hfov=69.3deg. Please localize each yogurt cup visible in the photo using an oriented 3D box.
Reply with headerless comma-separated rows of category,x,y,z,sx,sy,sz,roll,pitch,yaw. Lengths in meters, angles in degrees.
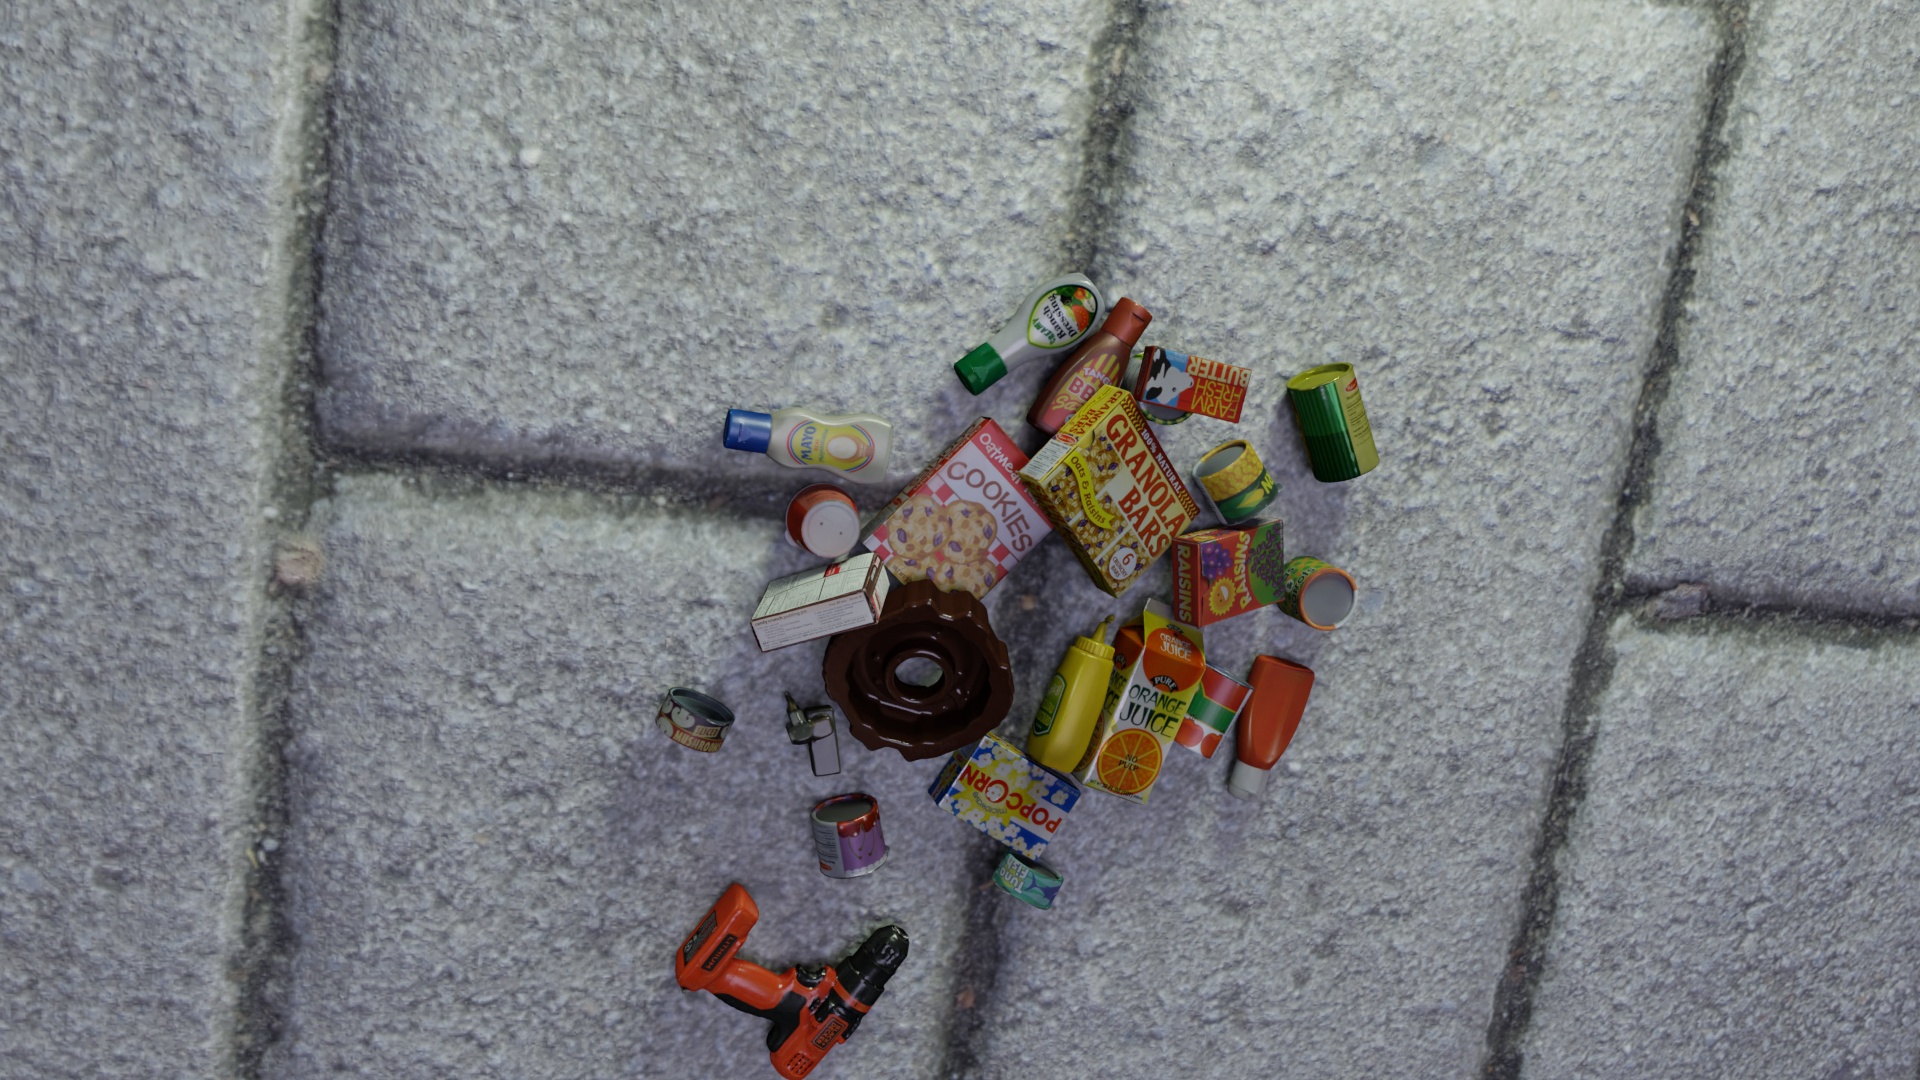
yogurt cup,-0.123,-0.016,1.269,0.072,0.054,0.072,-3,102,-15

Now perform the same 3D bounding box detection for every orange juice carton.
orange juice carton,0.177,0.155,1.374,0.072,0.073,0.192,22,95,-18

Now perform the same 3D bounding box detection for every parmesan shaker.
parmesan shaker,0.366,-0.115,1.371,0.071,0.071,0.102,-23,107,-9

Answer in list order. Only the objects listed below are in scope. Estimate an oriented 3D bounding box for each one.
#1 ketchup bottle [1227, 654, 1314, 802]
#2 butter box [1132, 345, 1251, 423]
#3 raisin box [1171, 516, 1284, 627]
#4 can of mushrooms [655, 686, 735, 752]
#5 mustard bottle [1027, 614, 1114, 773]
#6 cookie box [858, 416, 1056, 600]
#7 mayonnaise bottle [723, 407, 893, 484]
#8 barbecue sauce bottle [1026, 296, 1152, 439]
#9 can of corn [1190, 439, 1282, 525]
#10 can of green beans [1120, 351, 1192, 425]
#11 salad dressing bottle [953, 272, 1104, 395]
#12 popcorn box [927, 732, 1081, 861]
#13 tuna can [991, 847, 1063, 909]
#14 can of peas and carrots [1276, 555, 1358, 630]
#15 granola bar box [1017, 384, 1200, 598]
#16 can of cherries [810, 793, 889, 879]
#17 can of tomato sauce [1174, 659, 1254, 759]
ketchup bottle,0.314,0.195,1.434,0.065,0.043,0.148,14,98,-16
butter box,0.215,-0.144,1.285,0.103,0.024,0.053,11,98,-17
raisin box,0.264,0.029,1.366,0.124,0.040,0.086,-13,106,-35
can of mushrooms,-0.241,0.164,1.266,0.071,0.071,0.033,26,96,-18
mustard bottle,0.115,0.145,1.363,0.049,0.065,0.160,22,89,-18
cookie box,0.005,-0.016,1.310,0.167,0.040,0.122,-44,108,-3
mayonnaise bottle,-0.138,-0.090,1.256,0.148,0.041,0.064,7,101,-17
barbecue sauce bottle,0.126,-0.158,1.311,0.065,0.044,0.148,33,91,-21
can of corn,0.270,-0.058,1.357,0.071,0.071,0.058,-36,108,-5
can of green beans,0.190,-0.145,1.323,0.071,0.058,0.071,-3,102,-14
salad dressing bottle,0.063,-0.190,1.288,0.148,0.044,0.064,-36,107,-5
popcorn box,0.045,0.250,1.376,0.126,0.038,0.085,33,92,-18
tuna can,0.066,0.336,1.384,0.071,0.071,0.033,26,93,-18
can of peas and carrots,0.358,0.053,1.408,0.071,0.059,0.070,-3,102,-14
granola bar box,0.144,-0.044,1.310,0.124,0.039,0.165,-46,125,-13
can of cherries,-0.105,0.281,1.330,0.071,0.071,0.058,-12,103,-12
can of tomato sauce,0.244,0.167,1.399,0.071,0.071,0.083,27,94,-18
